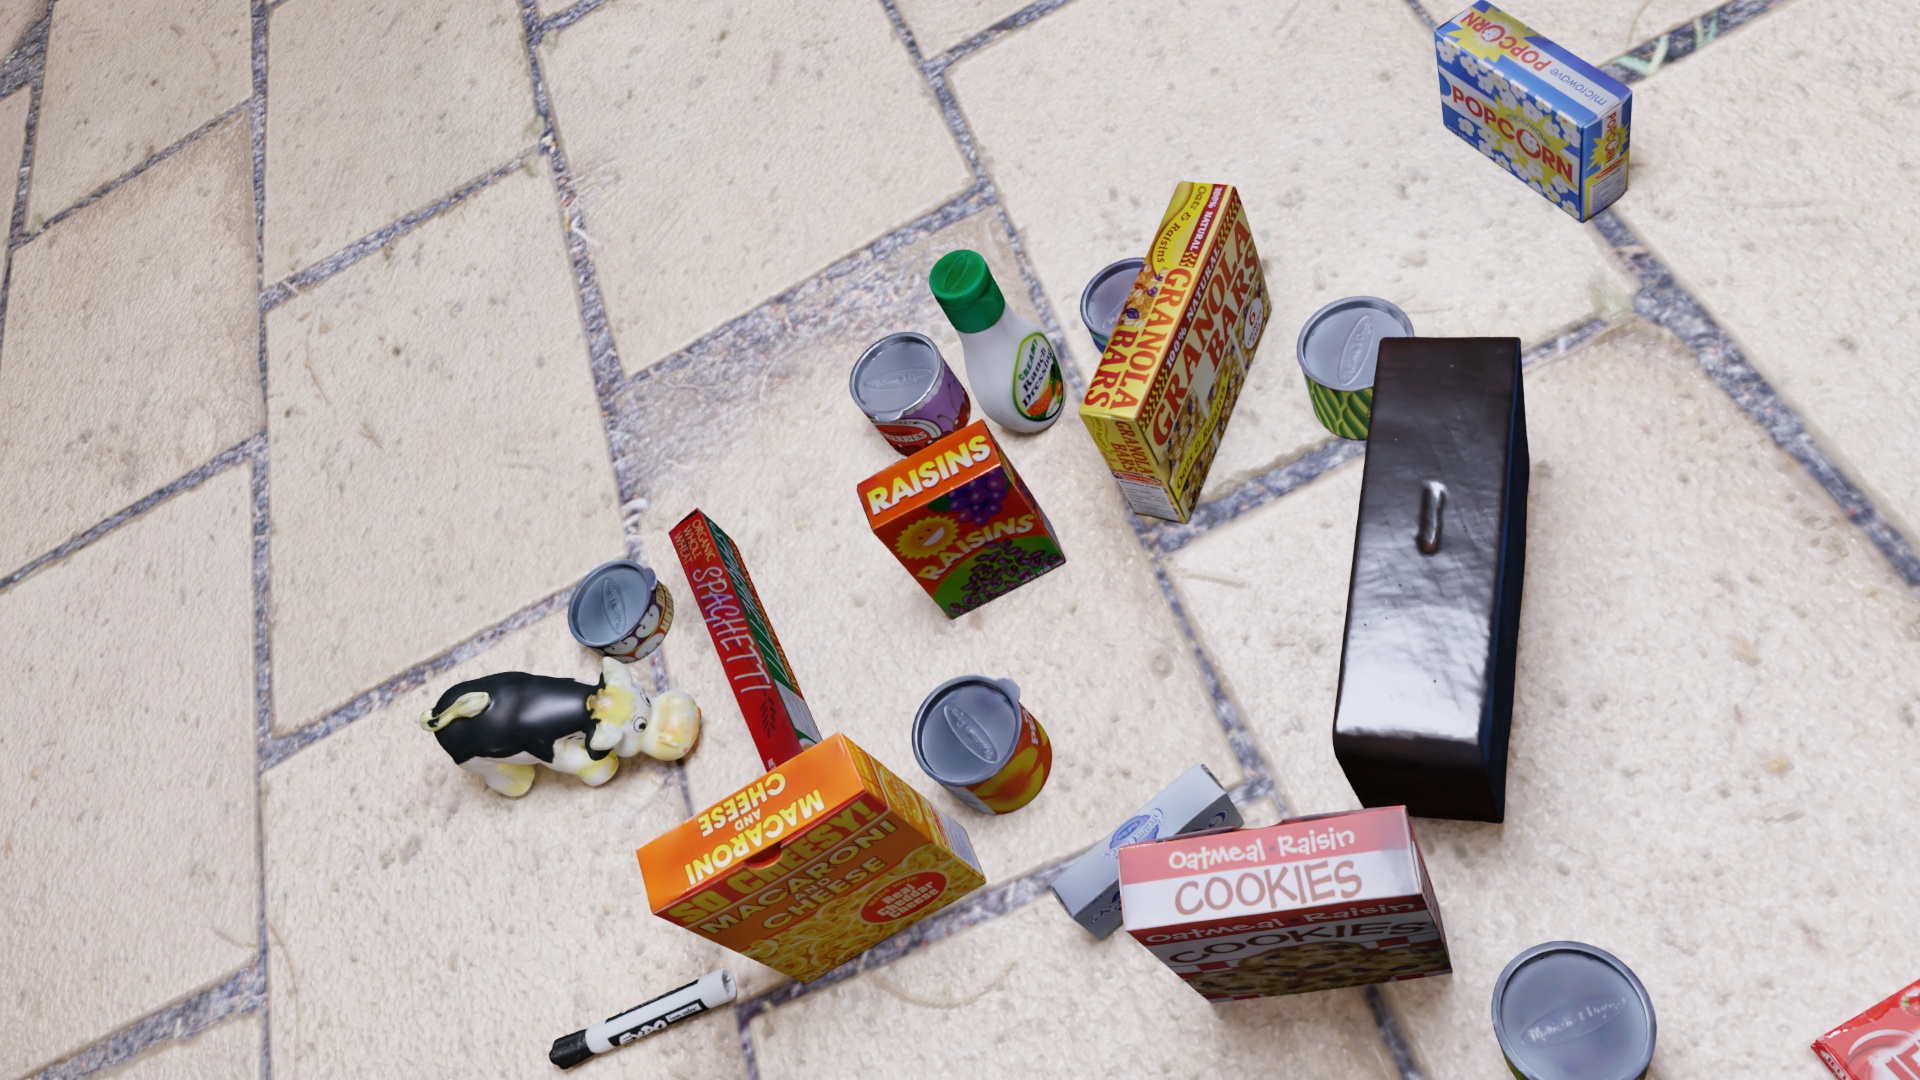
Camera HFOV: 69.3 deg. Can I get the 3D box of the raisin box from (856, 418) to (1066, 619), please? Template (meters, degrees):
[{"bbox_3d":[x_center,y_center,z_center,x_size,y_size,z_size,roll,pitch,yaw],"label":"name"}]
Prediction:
[{"bbox_3d":[0.003,-0.010,0.834,0.086,0.123,0.040,-27,55,8],"label":"raisin box"}]

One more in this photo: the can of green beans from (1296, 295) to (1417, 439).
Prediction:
[{"bbox_3d":[0.237,-0.101,0.823,0.071,0.057,0.071,-11,59,18],"label":"can of green beans"}]

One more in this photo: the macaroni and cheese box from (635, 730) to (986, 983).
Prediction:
[{"bbox_3d":[-0.073,0.174,0.736,0.123,0.166,0.040,-31,55,5],"label":"macaroni and cheese box"}]

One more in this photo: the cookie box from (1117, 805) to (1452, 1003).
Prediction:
[{"bbox_3d":[0.154,0.171,0.638,0.123,0.167,0.040,-13,58,17],"label":"cookie box"}]

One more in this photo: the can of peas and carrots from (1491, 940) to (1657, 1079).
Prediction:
[{"bbox_3d":[0.276,0.221,0.622,0.071,0.058,0.071,-11,59,18],"label":"can of peas and carrots"}]

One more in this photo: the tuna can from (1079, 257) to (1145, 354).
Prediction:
[{"bbox_3d":[0.117,-0.150,0.919,0.071,0.032,0.071,-11,59,18],"label":"tuna can"}]

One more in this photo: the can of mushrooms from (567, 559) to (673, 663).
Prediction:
[{"bbox_3d":[-0.232,0.048,0.959,0.071,0.033,0.071,-11,59,18],"label":"can of mushrooms"}]

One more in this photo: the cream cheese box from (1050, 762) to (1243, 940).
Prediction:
[{"bbox_3d":[0.100,0.165,0.735,0.104,0.053,0.024,-39,54,-1],"label":"cream cheese box"}]

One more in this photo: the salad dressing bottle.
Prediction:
[{"bbox_3d":[0.023,-0.124,0.875,0.044,0.147,0.064,16,70,30],"label":"salad dressing bottle"}]

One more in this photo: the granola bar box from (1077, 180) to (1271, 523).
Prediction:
[{"bbox_3d":[0.134,-0.111,0.833,0.039,0.124,0.166,14,69,29],"label":"granola bar box"}]

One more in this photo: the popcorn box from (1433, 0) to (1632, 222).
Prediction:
[{"bbox_3d":[0.349,-0.263,0.849,0.038,0.085,0.127,-37,54,1],"label":"popcorn box"}]

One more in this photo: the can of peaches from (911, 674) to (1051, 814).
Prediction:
[{"bbox_3d":[0.015,0.116,0.797,0.071,0.058,0.071,-11,59,18],"label":"can of peaches"}]

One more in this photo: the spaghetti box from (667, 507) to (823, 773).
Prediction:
[{"bbox_3d":[-0.128,0.082,0.884,0.028,0.050,0.251,-33,54,4],"label":"spaghetti box"}]

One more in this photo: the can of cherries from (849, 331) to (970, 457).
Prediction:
[{"bbox_3d":[-0.034,-0.096,0.938,0.071,0.058,0.072,-11,59,18],"label":"can of cherries"}]
